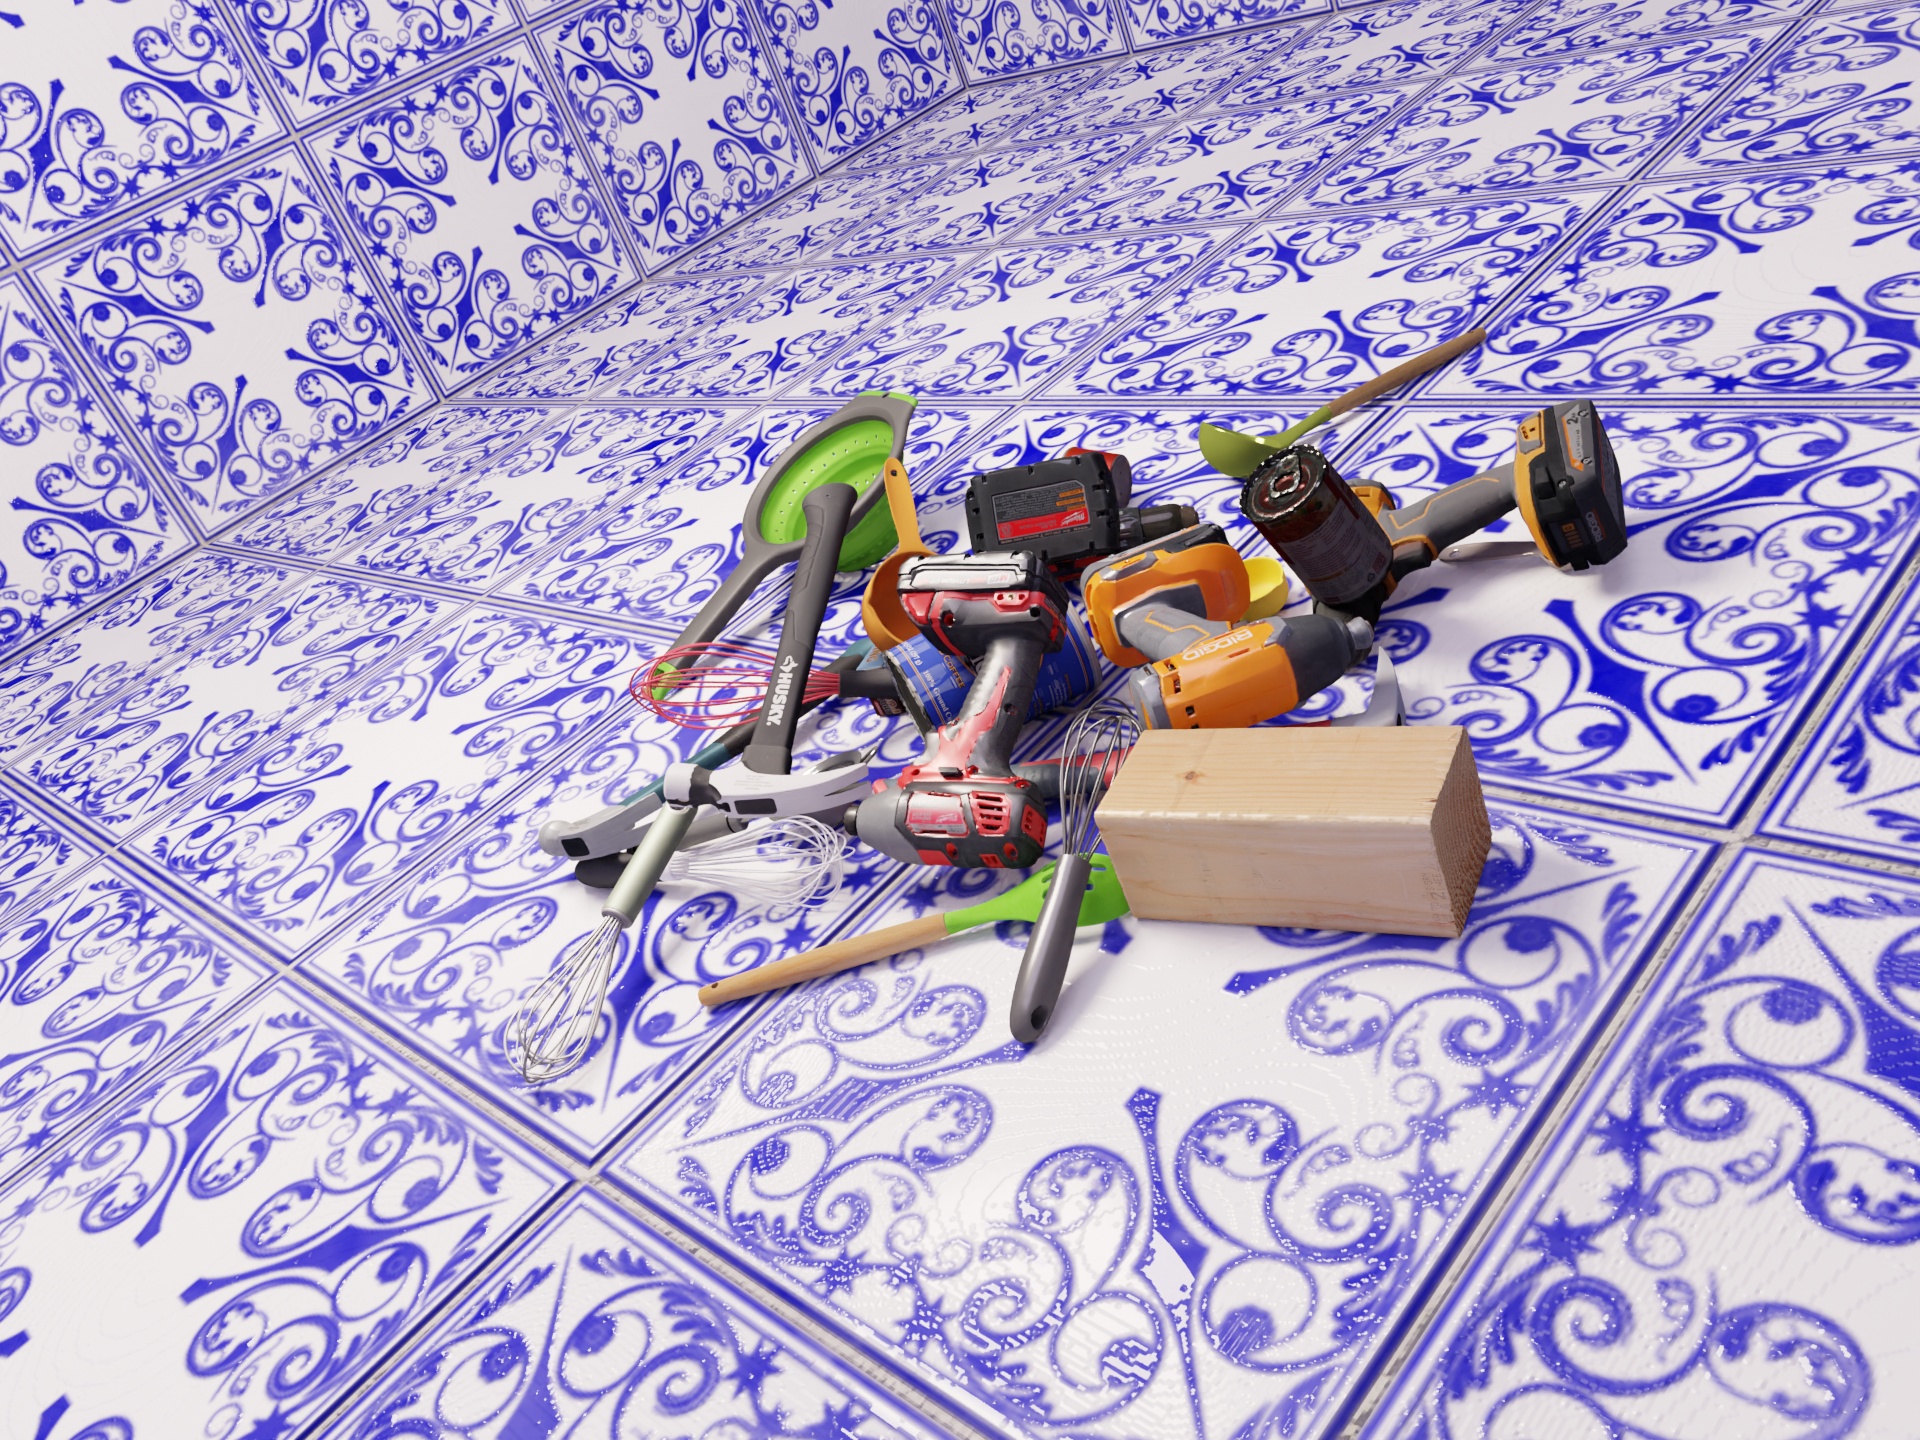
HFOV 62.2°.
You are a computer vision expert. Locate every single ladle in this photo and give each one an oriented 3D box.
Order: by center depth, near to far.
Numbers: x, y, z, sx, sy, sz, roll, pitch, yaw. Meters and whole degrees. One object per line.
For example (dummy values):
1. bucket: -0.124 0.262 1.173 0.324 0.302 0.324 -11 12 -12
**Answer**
1. ladle: 0.363 -0.311 1.491 0.320 0.062 0.078 -28 32 -13

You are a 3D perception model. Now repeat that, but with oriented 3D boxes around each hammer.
1. hammer: 0.118 0.025 1.131 0.386 0.038 0.143 -9 31 24
2. hammer: -0.121 -0.065 1.243 0.146 0.035 0.335 3 51 8
3. hammer: -0.191 0.019 1.329 0.331 0.033 0.128 -36 18 -32

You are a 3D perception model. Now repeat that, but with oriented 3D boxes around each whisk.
1. whisk: 0.070 0.089 0.994 0.055 0.055 0.239 -2 56 34
2. whisk: -0.249 0.148 1.133 0.058 0.059 0.246 18 55 11
3. whisk: -0.196 0.109 1.199 0.285 0.070 0.070 -6 33 36
4. whisk: -0.118 -0.029 1.287 0.295 0.073 0.073 -1 29 -7

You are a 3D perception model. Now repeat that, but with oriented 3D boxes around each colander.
1. colander: -0.163 -0.155 1.594 0.205 0.094 0.397 21 69 51

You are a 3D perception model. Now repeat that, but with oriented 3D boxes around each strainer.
1. strainer: -0.166 0.077 1.246 0.258 0.050 0.087 -18 23 22

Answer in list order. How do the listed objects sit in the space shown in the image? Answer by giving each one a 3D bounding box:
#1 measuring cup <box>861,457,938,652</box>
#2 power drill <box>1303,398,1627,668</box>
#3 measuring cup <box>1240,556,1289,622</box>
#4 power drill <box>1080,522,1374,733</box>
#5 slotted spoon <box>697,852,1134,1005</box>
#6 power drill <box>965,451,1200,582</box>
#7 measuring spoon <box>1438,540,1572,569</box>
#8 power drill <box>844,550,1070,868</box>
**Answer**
1. measuring cup: -0.047 -0.131 1.324 0.095 0.174 0.052 -6 -17 -19
2. power drill: 0.357 -0.130 1.158 0.226 0.084 0.185 -17 36 32
3. measuring cup: 0.207 -0.065 1.238 0.062 0.029 0.156 8 54 42
4. power drill: 0.182 -0.064 1.125 0.164 0.084 0.227 -20 26 0
5. slotted spoon: -0.033 0.143 1.056 0.314 0.031 0.070 -18 30 12
6. power drill: 0.104 -0.160 1.326 0.188 0.080 0.226 -9 -4 10
7. measuring spoon: 0.414 -0.122 1.191 0.124 0.018 0.034 4 47 50
8. power drill: -0.002 -0.004 1.115 0.143 0.078 0.220 -1 68 24
